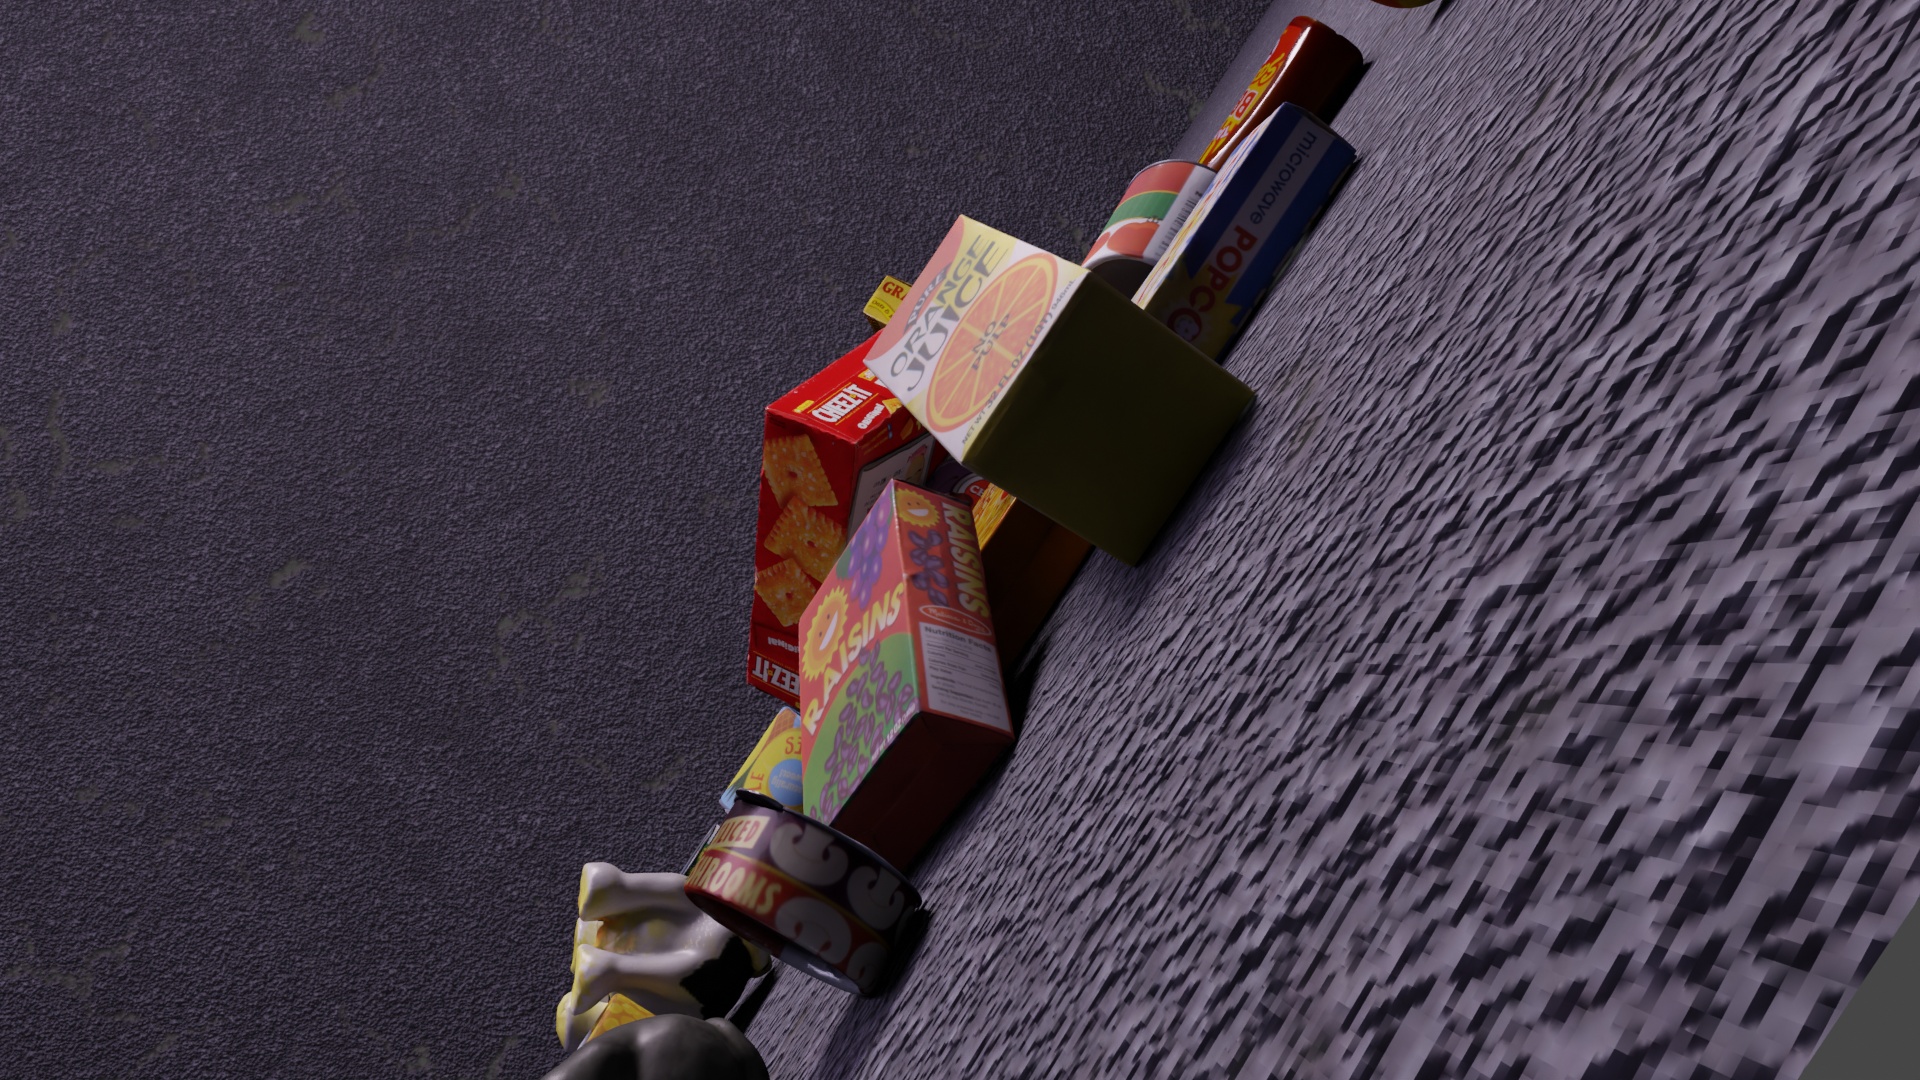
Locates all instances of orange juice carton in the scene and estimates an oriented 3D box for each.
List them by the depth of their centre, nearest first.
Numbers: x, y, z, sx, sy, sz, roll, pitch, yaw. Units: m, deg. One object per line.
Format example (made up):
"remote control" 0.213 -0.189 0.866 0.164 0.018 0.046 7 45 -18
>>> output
"orange juice carton" 0.022 -0.066 0.517 0.071 0.073 0.193 -56 24 8

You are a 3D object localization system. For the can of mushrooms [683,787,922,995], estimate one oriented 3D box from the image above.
"can of mushrooms" -0.050 0.107 0.421 0.033 0.071 0.070 -60 4 -24

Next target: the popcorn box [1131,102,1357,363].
"popcorn box" 0.106 -0.114 0.584 0.126 0.038 0.085 -56 4 4

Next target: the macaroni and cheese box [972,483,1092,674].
"macaroni and cheese box" 0.033 -0.012 0.635 0.123 0.040 0.166 -56 4 3

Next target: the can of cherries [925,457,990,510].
"can of cherries" 0.003 -0.011 0.854 0.071 0.071 0.059 -54 4 41

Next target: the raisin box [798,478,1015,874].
"raisin box" -0.024 0.048 0.512 0.085 0.040 0.124 -55 27 31

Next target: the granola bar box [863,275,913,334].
"granola bar box" 0.002 -0.131 1.086 0.039 0.124 0.165 -58 -18 -10

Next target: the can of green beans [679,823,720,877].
"can of green beans" -0.147 0.219 0.860 0.071 0.058 0.071 -56 3 5

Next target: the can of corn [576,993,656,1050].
"can of corn" -0.138 0.233 0.582 0.071 0.058 0.071 -56 3 5

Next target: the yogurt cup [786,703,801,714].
"yogurt cup" -0.081 0.106 0.977 0.072 0.072 0.054 -54 -4 41

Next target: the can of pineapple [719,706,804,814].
"can of pineapple" -0.077 0.123 0.690 0.058 0.071 0.071 -56 3 -8

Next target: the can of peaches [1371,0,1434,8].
"can of peaches" 0.190 -0.267 0.581 0.071 0.071 0.058 -58 2 -22

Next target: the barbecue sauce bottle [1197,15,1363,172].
"barbecue sauce bottle" 0.152 -0.203 0.741 0.148 0.043 0.065 -56 4 16

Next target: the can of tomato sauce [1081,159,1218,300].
"can of tomato sauce" 0.097 -0.136 0.685 0.083 0.071 0.071 -60 4 -38
